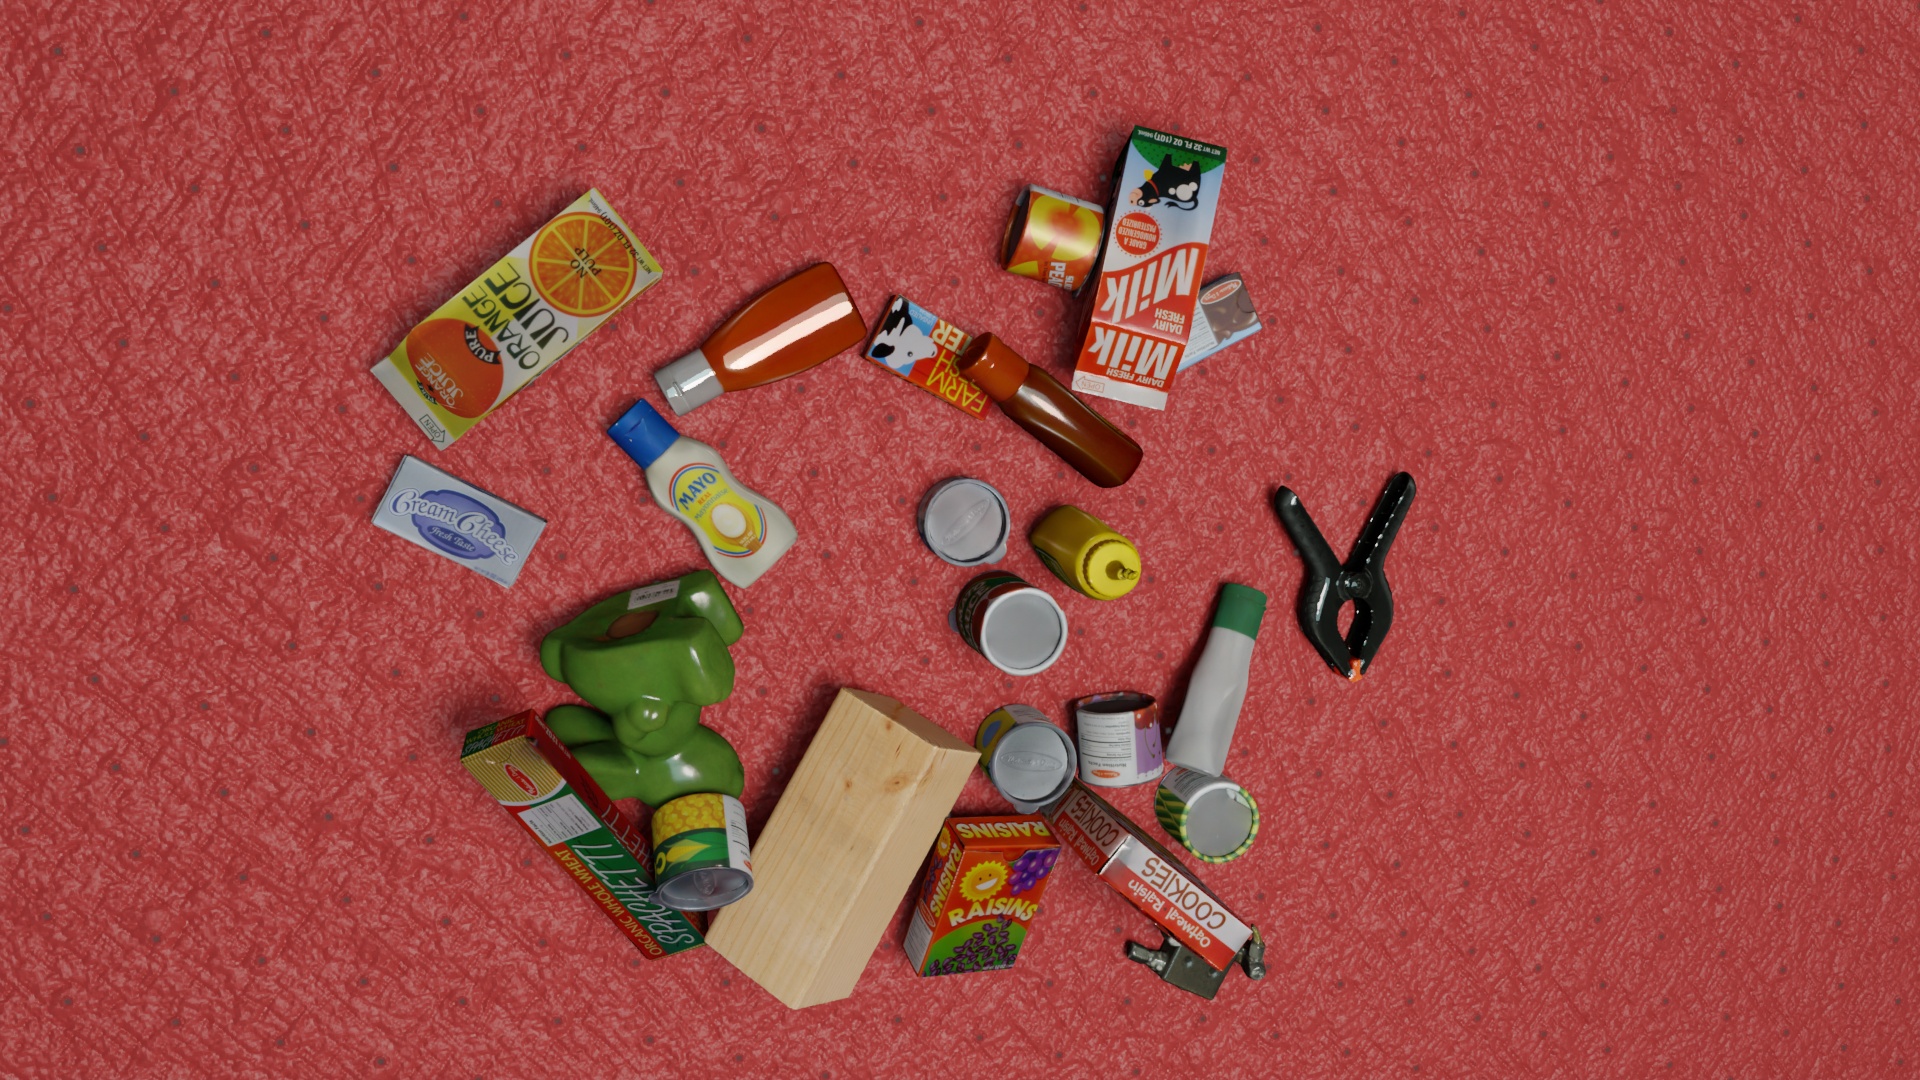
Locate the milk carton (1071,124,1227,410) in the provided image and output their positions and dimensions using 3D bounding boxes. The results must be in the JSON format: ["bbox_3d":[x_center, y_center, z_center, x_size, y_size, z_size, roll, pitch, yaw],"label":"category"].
[{"bbox_3d":[0.133,-0.192,1.006,0.072,0.073,0.190,13,82,-3],"label":"milk carton"}]

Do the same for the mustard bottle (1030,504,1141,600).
[{"bbox_3d":[0.095,0.013,1.000,0.049,0.160,0.065,-43,103,-3],"label":"mustard bottle"}]

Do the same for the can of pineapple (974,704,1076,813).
[{"bbox_3d":[0.048,0.165,1.059,0.071,0.058,0.071,-2,97,-12],"label":"can of pineapple"}]

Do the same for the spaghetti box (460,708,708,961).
[{"bbox_3d":[-0.250,0.209,0.953,0.050,0.029,0.249,-20,129,8],"label":"spaghetti box"}]

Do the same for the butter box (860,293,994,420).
[{"bbox_3d":[-0.016,-0.134,1.026,0.103,0.024,0.053,28,89,-15],"label":"butter box"}]

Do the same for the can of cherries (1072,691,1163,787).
[{"bbox_3d":[0.122,0.152,1.073,0.071,0.071,0.058,-8,98,-12],"label":"can of cherries"}]

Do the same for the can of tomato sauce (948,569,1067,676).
[{"bbox_3d":[0.035,0.060,1.031,0.071,0.083,0.071,-2,97,-13],"label":"can of tomato sauce"}]

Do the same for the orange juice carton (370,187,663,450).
[{"bbox_3d":[-0.297,-0.148,0.936,0.193,0.073,0.071,-40,104,-5],"label":"orange juice carton"}]

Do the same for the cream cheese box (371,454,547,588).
[{"bbox_3d":[-0.347,-0.013,0.965,0.104,0.024,0.053,28,90,-14],"label":"cream cheese box"}]

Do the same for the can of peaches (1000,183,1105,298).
[{"bbox_3d":[0.066,-0.219,1.013,0.058,0.071,0.071,15,93,-14],"label":"can of peaches"}]

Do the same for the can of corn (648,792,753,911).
[{"bbox_3d":[-0.182,0.216,0.963,0.071,0.058,0.070,-9,143,-7],"label":"can of corn"}]

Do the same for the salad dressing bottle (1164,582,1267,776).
[{"bbox_3d":[0.202,0.108,1.083,0.044,0.064,0.148,14,78,27],"label":"salad dressing bottle"}]

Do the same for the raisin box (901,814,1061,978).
[{"bbox_3d":[0.015,0.267,1.044,0.086,0.040,0.123,5,115,-29],"label":"raisin box"}]

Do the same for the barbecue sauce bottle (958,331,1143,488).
[{"bbox_3d":[0.064,-0.095,1.017,0.148,0.065,0.043,35,86,-25],"label":"barbecue sauce bottle"}]

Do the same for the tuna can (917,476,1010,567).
[{"bbox_3d":[0.004,-0.013,1.041,0.071,0.033,0.071,-2,97,-13],"label":"tuna can"}]

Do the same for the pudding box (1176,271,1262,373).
[{"bbox_3d":[0.183,-0.166,1.066,0.084,0.030,0.049,-28,101,-8],"label":"pudding box"}]

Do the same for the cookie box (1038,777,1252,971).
[{"bbox_3d":[0.130,0.240,1.030,0.123,0.167,0.040,39,88,-14],"label":"cookie box"}]

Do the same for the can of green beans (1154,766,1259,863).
[{"bbox_3d":[0.195,0.215,1.099,0.071,0.058,0.071,-2,97,-13],"label":"can of green beans"}]

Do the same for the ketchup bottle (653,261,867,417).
[{"bbox_3d":[-0.144,-0.138,0.987,0.149,0.043,0.064,-30,101,-8],"label":"ketchup bottle"}]

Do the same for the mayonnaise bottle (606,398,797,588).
[{"bbox_3d":[-0.187,-0.036,0.990,0.065,0.041,0.148,-44,104,-3],"label":"mayonnaise bottle"}]
